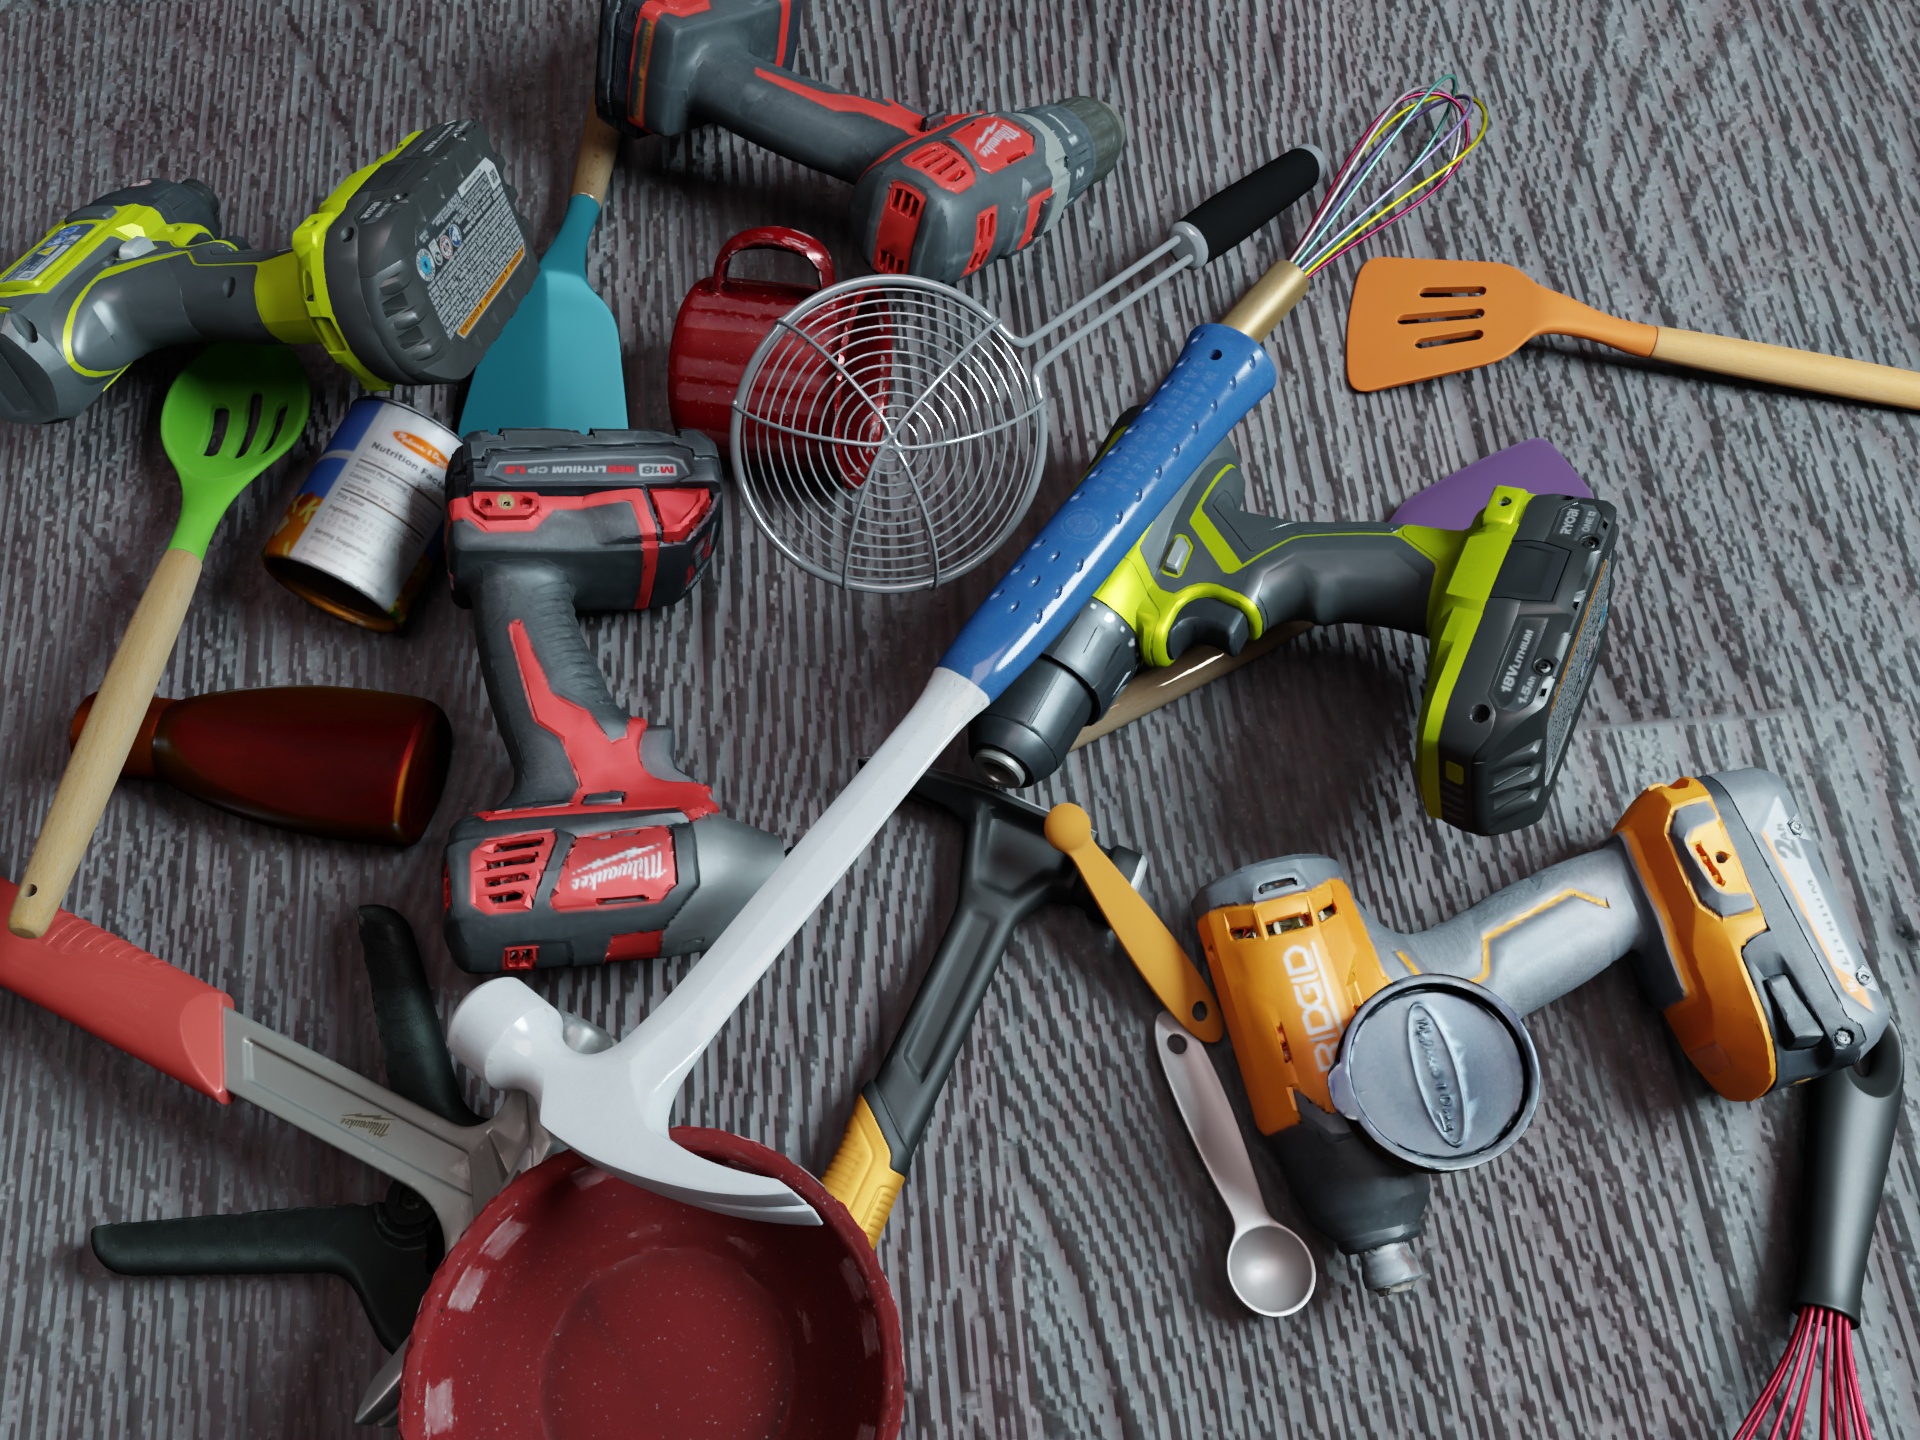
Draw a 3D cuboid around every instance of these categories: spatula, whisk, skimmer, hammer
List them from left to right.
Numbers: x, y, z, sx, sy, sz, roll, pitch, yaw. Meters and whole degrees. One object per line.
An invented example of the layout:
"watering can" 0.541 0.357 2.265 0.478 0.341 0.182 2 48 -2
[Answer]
"hammer" -0.315 0.119 0.609 0.359 0.036 0.149 21 67 16
"spatula" -0.186 -0.272 0.807 0.082 0.044 0.318 4 62 2
"hammer" -0.047 0.176 0.609 0.127 0.034 0.337 22 69 9
"hammer" -0.001 -0.002 0.588 0.144 0.035 0.405 28 67 28
"skimmer" 0.050 -0.183 0.721 0.363 0.090 0.127 -42 106 -37
"spatula" 0.150 -0.045 0.710 0.316 0.018 0.060 -26 70 -11
"whisk" 0.177 -0.231 0.776 0.047 0.051 0.245 40 76 9
"spatula" 0.350 -0.172 0.761 0.322 0.041 0.081 11 67 0
"whisk" 0.309 0.234 0.573 0.073 0.073 0.296 21 62 9

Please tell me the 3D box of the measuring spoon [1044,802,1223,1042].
"measuring spoon" 0.072 0.081 0.630 0.021 0.011 0.117 -38 98 -23

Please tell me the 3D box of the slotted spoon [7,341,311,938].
"slotted spoon" -0.341 -0.049 0.678 0.070 0.031 0.314 0 54 3

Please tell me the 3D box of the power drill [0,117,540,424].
"power drill" -0.317 -0.208 0.722 0.223 0.080 0.171 -1 44 14

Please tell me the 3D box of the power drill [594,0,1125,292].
"power drill" -0.042 -0.299 0.773 0.227 0.080 0.188 33 46 15

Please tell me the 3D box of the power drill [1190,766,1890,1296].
"power drill" 0.219 0.116 0.610 0.226 0.084 0.164 -13 68 -1

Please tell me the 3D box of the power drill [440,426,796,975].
"power drill" -0.140 -0.008 0.651 0.143 0.078 0.220 -3 65 -17

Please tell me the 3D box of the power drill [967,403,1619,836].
"power drill" 0.126 -0.034 0.640 0.229 0.080 0.191 15 59 28

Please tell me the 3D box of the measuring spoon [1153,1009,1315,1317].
"measuring spoon" 0.102 0.172 0.623 0.034 0.018 0.124 -12 60 -15
